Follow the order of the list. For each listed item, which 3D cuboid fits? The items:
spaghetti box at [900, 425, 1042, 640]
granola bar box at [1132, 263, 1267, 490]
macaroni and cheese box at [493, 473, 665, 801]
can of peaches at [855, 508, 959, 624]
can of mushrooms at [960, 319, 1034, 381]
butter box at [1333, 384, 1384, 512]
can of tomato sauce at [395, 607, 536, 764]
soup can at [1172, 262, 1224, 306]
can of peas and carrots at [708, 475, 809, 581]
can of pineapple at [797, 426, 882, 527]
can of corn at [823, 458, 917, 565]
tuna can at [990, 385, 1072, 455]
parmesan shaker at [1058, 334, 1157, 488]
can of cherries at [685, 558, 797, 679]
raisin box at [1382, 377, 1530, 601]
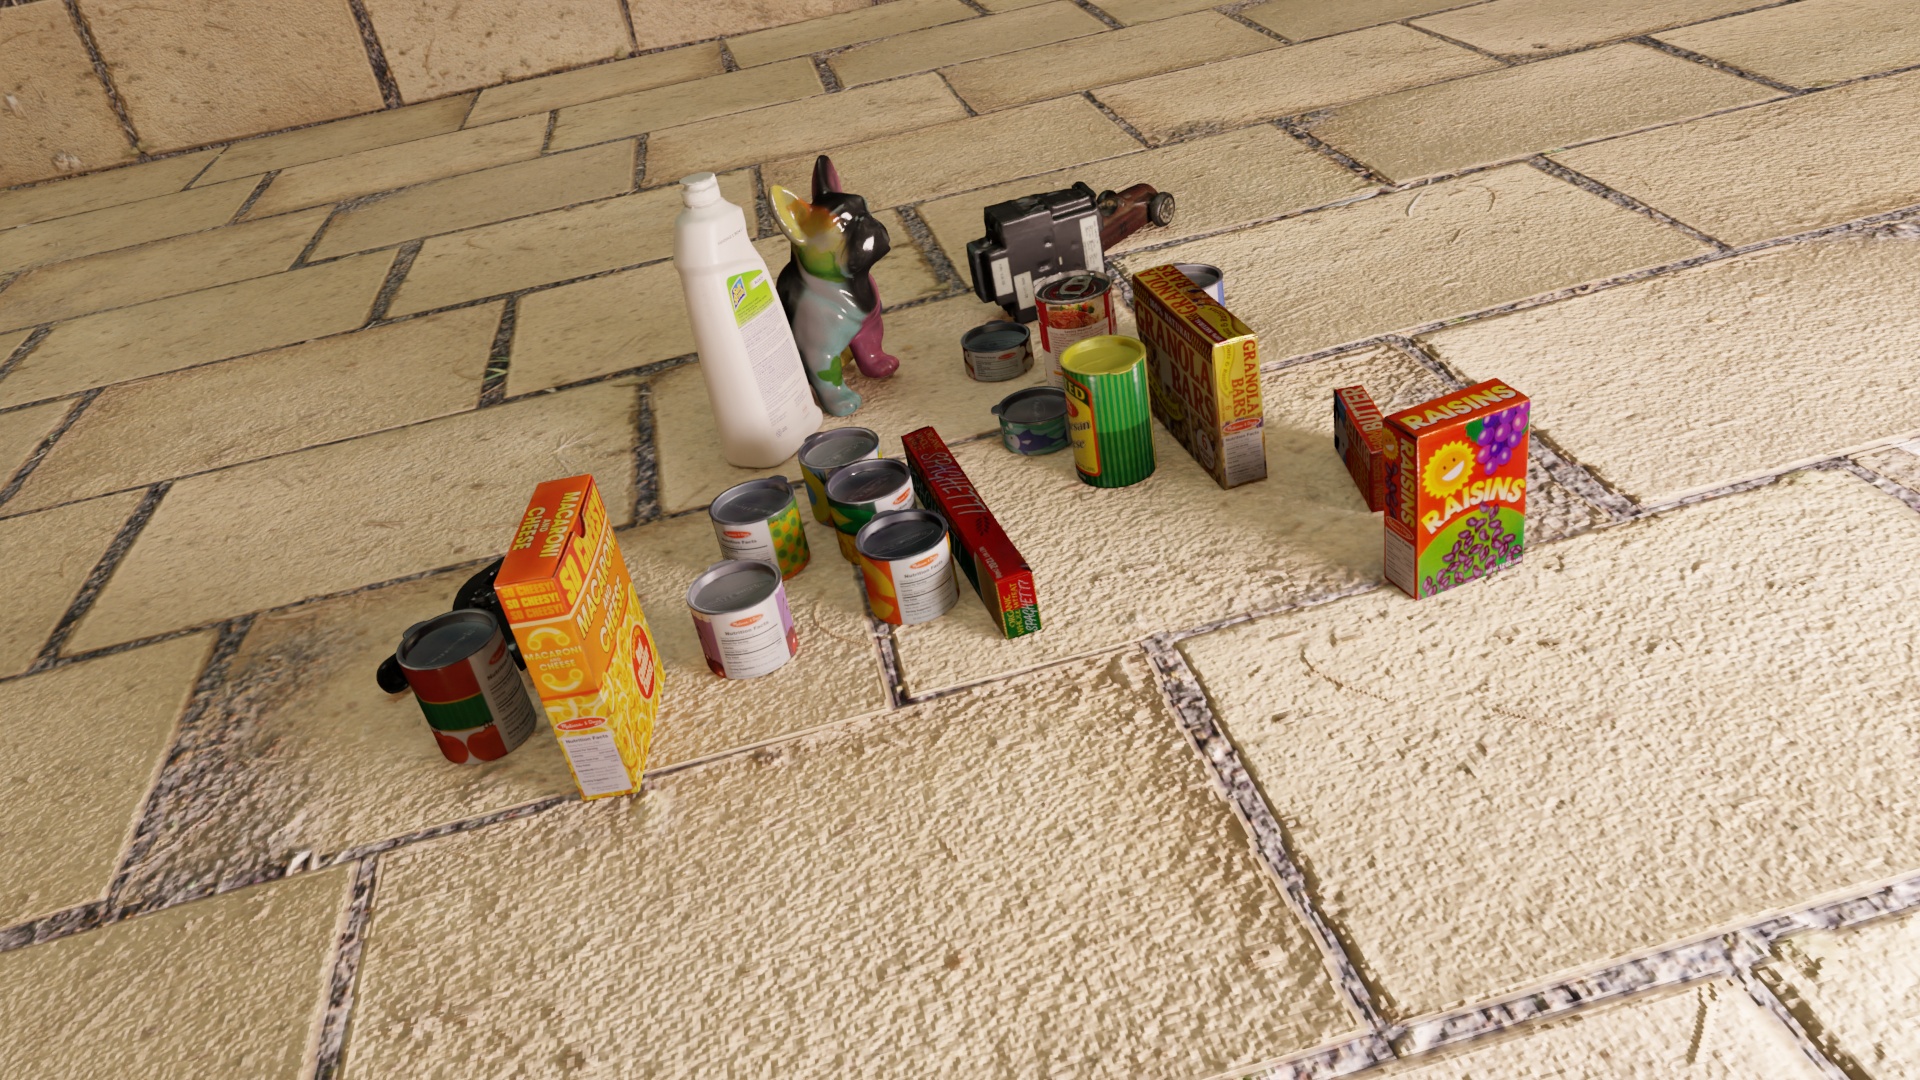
[{"bbox_3d":[0.004,-0.013,1.031,0.029,0.050,0.251,-17,32,-10],"label":"spaghetti box"},{"bbox_3d":[0.186,-0.132,1.094,0.039,0.123,0.166,-16,32,-8],"label":"granola bar box"},{"bbox_3d":[-0.234,0.060,0.878,0.040,0.165,0.124,-10,31,3],"label":"macaroni and cheese box"},{"bbox_3d":[-0.038,0.018,0.987,0.071,0.057,0.071,-8,32,5],"label":"can of peaches"},{"bbox_3d":[0.035,-0.178,1.302,0.071,0.033,0.071,-8,32,5],"label":"can of mushrooms"},{"bbox_3d":[0.300,-0.069,1.025,0.024,0.053,0.104,-9,31,3],"label":"butter box"},{"bbox_3d":[-0.329,0.097,0.926,0.071,0.082,0.071,-8,31,5],"label":"can of tomato sauce"},{"bbox_3d":[0.201,-0.195,1.229,0.071,0.083,0.072,-8,31,5],"label":"soup can"},{"bbox_3d":[-0.152,-0.008,1.062,0.071,0.058,0.071,-8,32,5],"label":"can of peas and carrots"},{"bbox_3d":[-0.093,-0.052,1.116,0.071,0.057,0.071,-8,32,5],"label":"can of pineapple"},{"bbox_3d":[-0.067,-0.022,1.060,0.071,0.058,0.071,-8,32,5],"label":"can of corn"},{"bbox_3d":[0.063,-0.100,1.169,0.071,0.032,0.071,-8,32,5],"label":"tuna can"},{"bbox_3d":[0.117,-0.099,1.082,0.071,0.102,0.071,-8,31,5],"label":"parmesan shaker"},{"bbox_3d":[-0.151,0.053,0.965,0.071,0.058,0.072,-8,32,5],"label":"can of cherries"},{"bbox_3d":[0.318,-0.032,0.894,0.086,0.122,0.040,-18,32,-12],"label":"raisin box"}]
